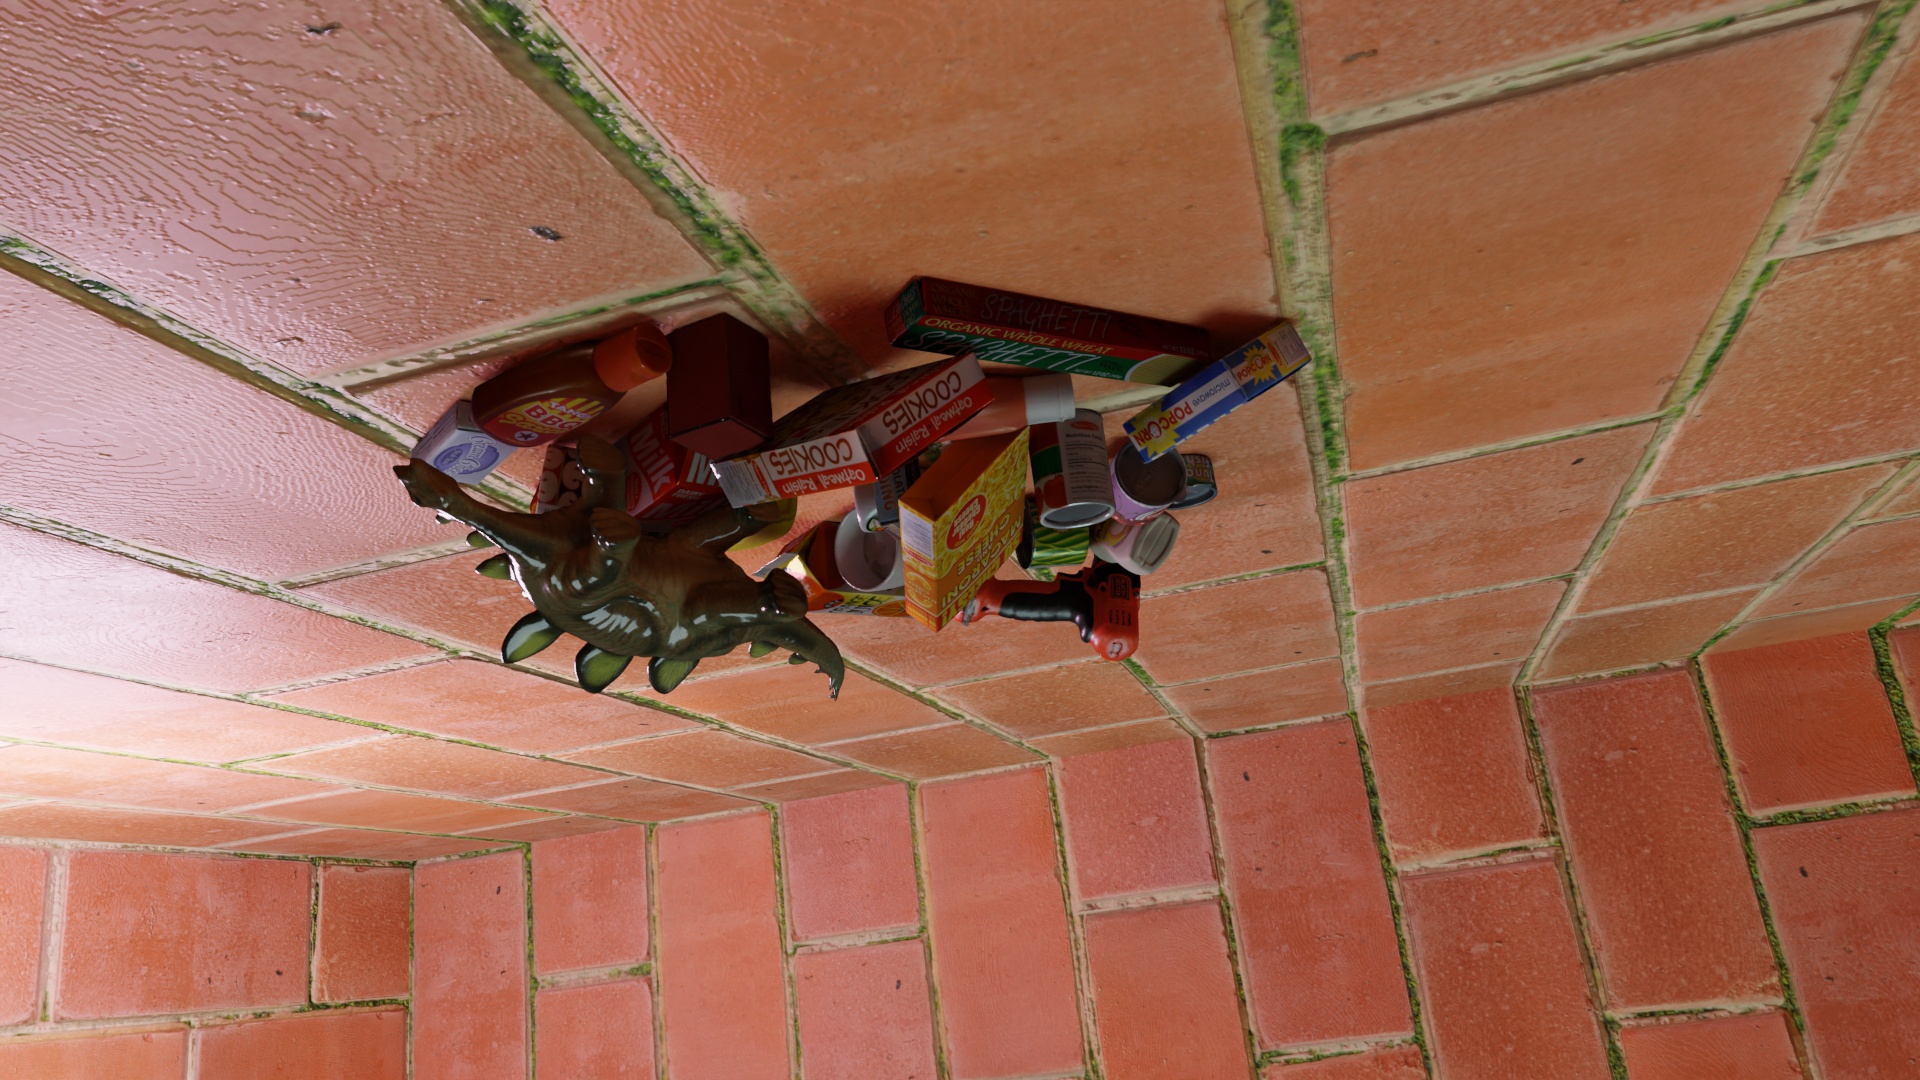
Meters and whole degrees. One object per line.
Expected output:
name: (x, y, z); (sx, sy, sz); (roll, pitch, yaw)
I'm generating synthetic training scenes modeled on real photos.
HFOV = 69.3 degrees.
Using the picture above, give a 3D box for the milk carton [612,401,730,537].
milk carton: (-0.215, -0.053, 1.074); (0.072, 0.073, 0.190); (9, 157, -40)

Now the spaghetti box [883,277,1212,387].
spaghetti box: (0.066, -0.143, 0.974); (0.250, 0.029, 0.050); (4, 159, -32)

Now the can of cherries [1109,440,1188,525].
can of cherries: (0.163, -0.050, 1.239); (0.071, 0.071, 0.058); (-3, 162, -12)

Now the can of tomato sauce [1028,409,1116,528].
can of tomato sauce: (0.091, -0.058, 1.162); (0.071, 0.083, 0.071); (-6, 162, -2)

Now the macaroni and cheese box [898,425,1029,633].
macaroni and cheese box: (0.004, -0.014, 1.144); (0.040, 0.124, 0.165); (32, 151, 21)

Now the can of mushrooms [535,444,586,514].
can of mushrooms: (-0.309, -0.043, 1.082); (0.033, 0.071, 0.070); (9, 159, -14)

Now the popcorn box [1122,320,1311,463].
popcorn box: (0.192, -0.111, 1.050); (0.085, 0.038, 0.126); (-33, 180, -35)

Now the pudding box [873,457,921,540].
pudding box: (-0.051, -0.047, 1.140); (0.030, 0.084, 0.049); (-11, 162, 11)

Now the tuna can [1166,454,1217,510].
tuna can: (0.207, -0.055, 1.304); (0.071, 0.033, 0.071); (-6, 163, -2)

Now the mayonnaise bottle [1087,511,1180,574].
mayonnaise bottle: (0.153, -0.006, 1.336); (0.041, 0.065, 0.148); (34, 173, -21)

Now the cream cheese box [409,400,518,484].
cream cheese box: (-0.368, -0.071, 1.036); (0.053, 0.024, 0.103); (7, 158, -39)

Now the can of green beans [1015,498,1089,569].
can of green beans: (0.088, -0.006, 1.356); (0.058, 0.071, 0.071); (-3, 162, -14)

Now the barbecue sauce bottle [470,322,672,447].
barbecue sauce bottle: (-0.259, -0.106, 0.938); (0.148, 0.044, 0.065); (-18, 158, 30)

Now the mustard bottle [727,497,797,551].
mustard bottle: (-0.192, -0.020, 1.208); (0.049, 0.065, 0.159); (-1, 166, -31)

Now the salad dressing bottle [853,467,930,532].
salad dressing bottle: (-0.019, -0.042, 1.236); (0.148, 0.044, 0.064); (-10, 155, 2)

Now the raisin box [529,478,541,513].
raisin box: (-0.300, 0.008, 1.146); (0.086, 0.124, 0.040); (5, 134, -36)

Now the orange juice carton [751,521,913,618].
orange juice carton: (-0.107, 0.030, 1.385); (0.193, 0.073, 0.071); (6, 158, -35)

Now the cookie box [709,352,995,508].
cookie box: (-0.075, -0.074, 0.956); (0.167, 0.040, 0.123); (-7, -156, 47)

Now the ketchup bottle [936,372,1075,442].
ketchup bottle: (0.012, -0.101, 1.060); (0.149, 0.043, 0.064); (-7, 170, 0)
